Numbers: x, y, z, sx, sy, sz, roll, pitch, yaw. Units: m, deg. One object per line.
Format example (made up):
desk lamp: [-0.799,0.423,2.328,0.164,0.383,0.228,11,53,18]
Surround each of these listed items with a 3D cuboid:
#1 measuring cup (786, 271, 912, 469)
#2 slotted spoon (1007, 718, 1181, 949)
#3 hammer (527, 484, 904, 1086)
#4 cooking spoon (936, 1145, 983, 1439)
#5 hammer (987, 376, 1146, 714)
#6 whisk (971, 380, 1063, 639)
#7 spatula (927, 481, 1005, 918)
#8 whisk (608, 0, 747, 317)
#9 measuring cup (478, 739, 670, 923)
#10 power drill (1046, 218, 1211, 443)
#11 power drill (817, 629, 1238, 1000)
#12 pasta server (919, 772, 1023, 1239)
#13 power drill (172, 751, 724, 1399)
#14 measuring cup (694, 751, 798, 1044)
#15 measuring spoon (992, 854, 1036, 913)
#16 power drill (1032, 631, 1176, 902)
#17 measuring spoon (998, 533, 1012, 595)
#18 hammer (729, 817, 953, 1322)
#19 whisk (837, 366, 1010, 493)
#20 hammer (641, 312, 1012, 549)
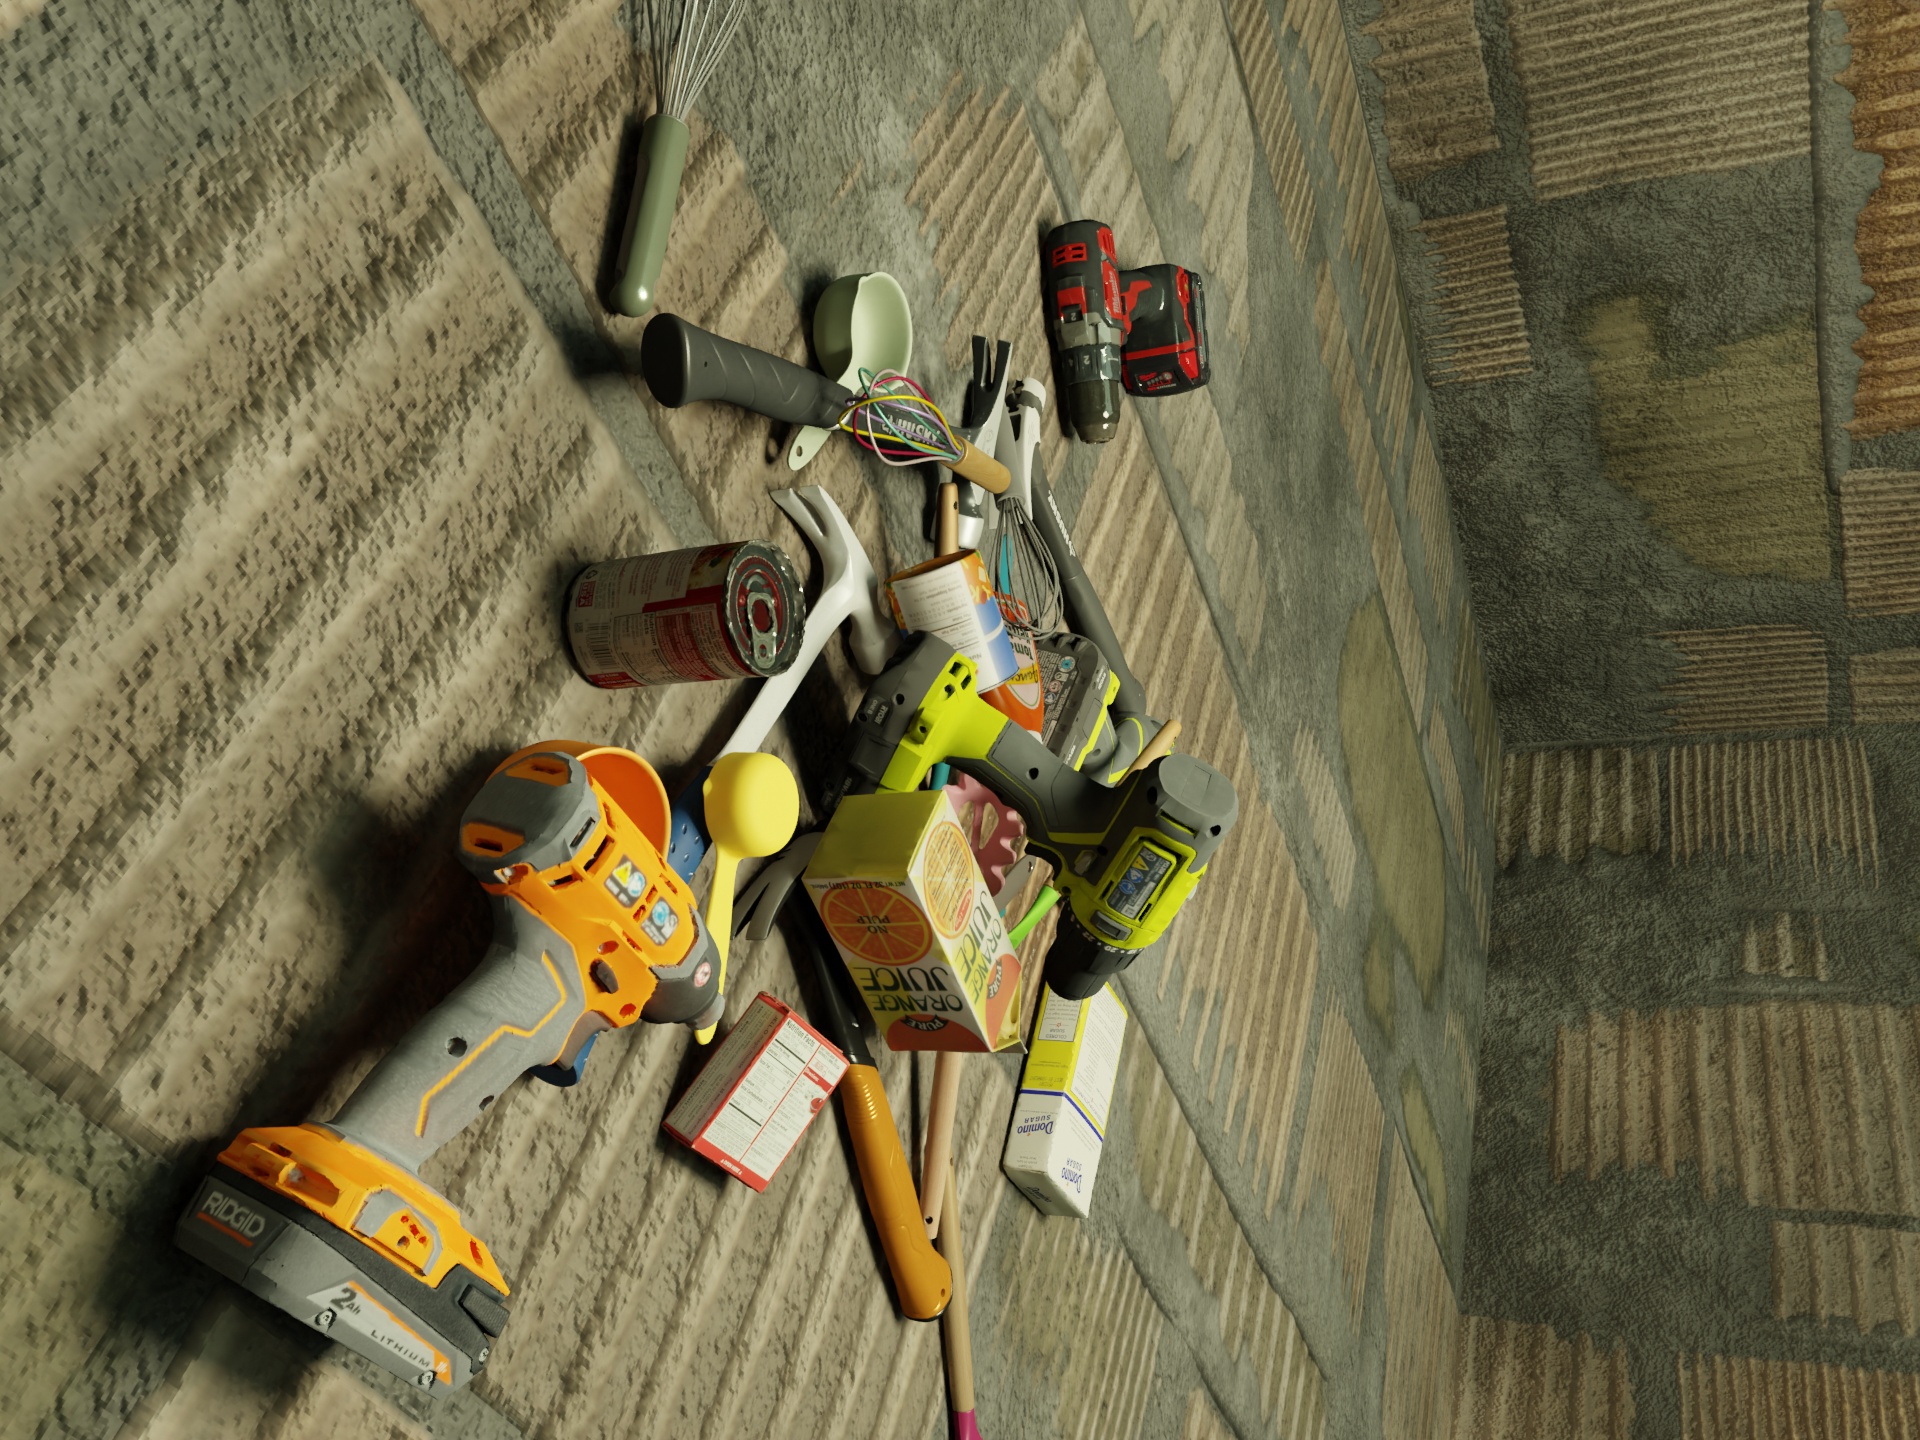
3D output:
measuring cup: [-0.083,-0.218,1.010,0.168,0.038,0.083,-62,145,-32]
slotted spoon: [0.080,0.110,1.185,0.314,0.031,0.070,-50,158,-27]
hammer: [-0.132,0.023,0.874,0.144,0.035,0.406,67,32,-33]
cooking spoon: [0.000,0.446,1.092,0.068,0.017,0.319,-9,95,-64]
hammer: [0.096,-0.112,1.334,0.334,0.035,0.146,62,29,-41]
whisk: [0.034,-0.160,1.171,0.055,0.055,0.239,43,31,-54]
spatula: [-0.002,-0.003,1.092,0.082,0.044,0.317,-25,120,-57]
whisk: [-0.159,-0.331,0.869,0.059,0.058,0.246,16,72,-25]
measuring cup: [-0.199,0.089,0.725,0.095,0.052,0.174,42,65,-50]
power drill: [0.150,-0.340,1.440,0.226,0.080,0.188,-9,95,-60]
power drill: [0.033,0.065,0.983,0.190,0.228,0.080,-62,176,37]
pasta server: [-0.004,0.190,1.061,0.040,0.060,0.316,23,74,-88]
power drill: [-0.185,0.147,0.652,0.227,0.084,0.164,-59,139,-28]
measuring cup: [-0.113,0.090,0.827,0.062,0.029,0.157,40,50,-55]
measuring spoon: [0.034,0.128,1.133,0.124,0.018,0.034,-45,131,-53]
power drill: [0.093,0.043,1.258,0.223,0.080,0.171,48,62,-55]
measuring spoon: [0.042,-0.085,1.244,0.042,0.021,0.129,18,72,-61]
hammer: [-0.062,0.236,0.982,0.127,0.034,0.336,-47,127,-57]
whisk: [-0.016,-0.174,1.002,0.051,0.047,0.245,50,13,14]
hammer: [-0.064,-0.191,0.967,0.409,0.036,0.149,-4,109,-66]
